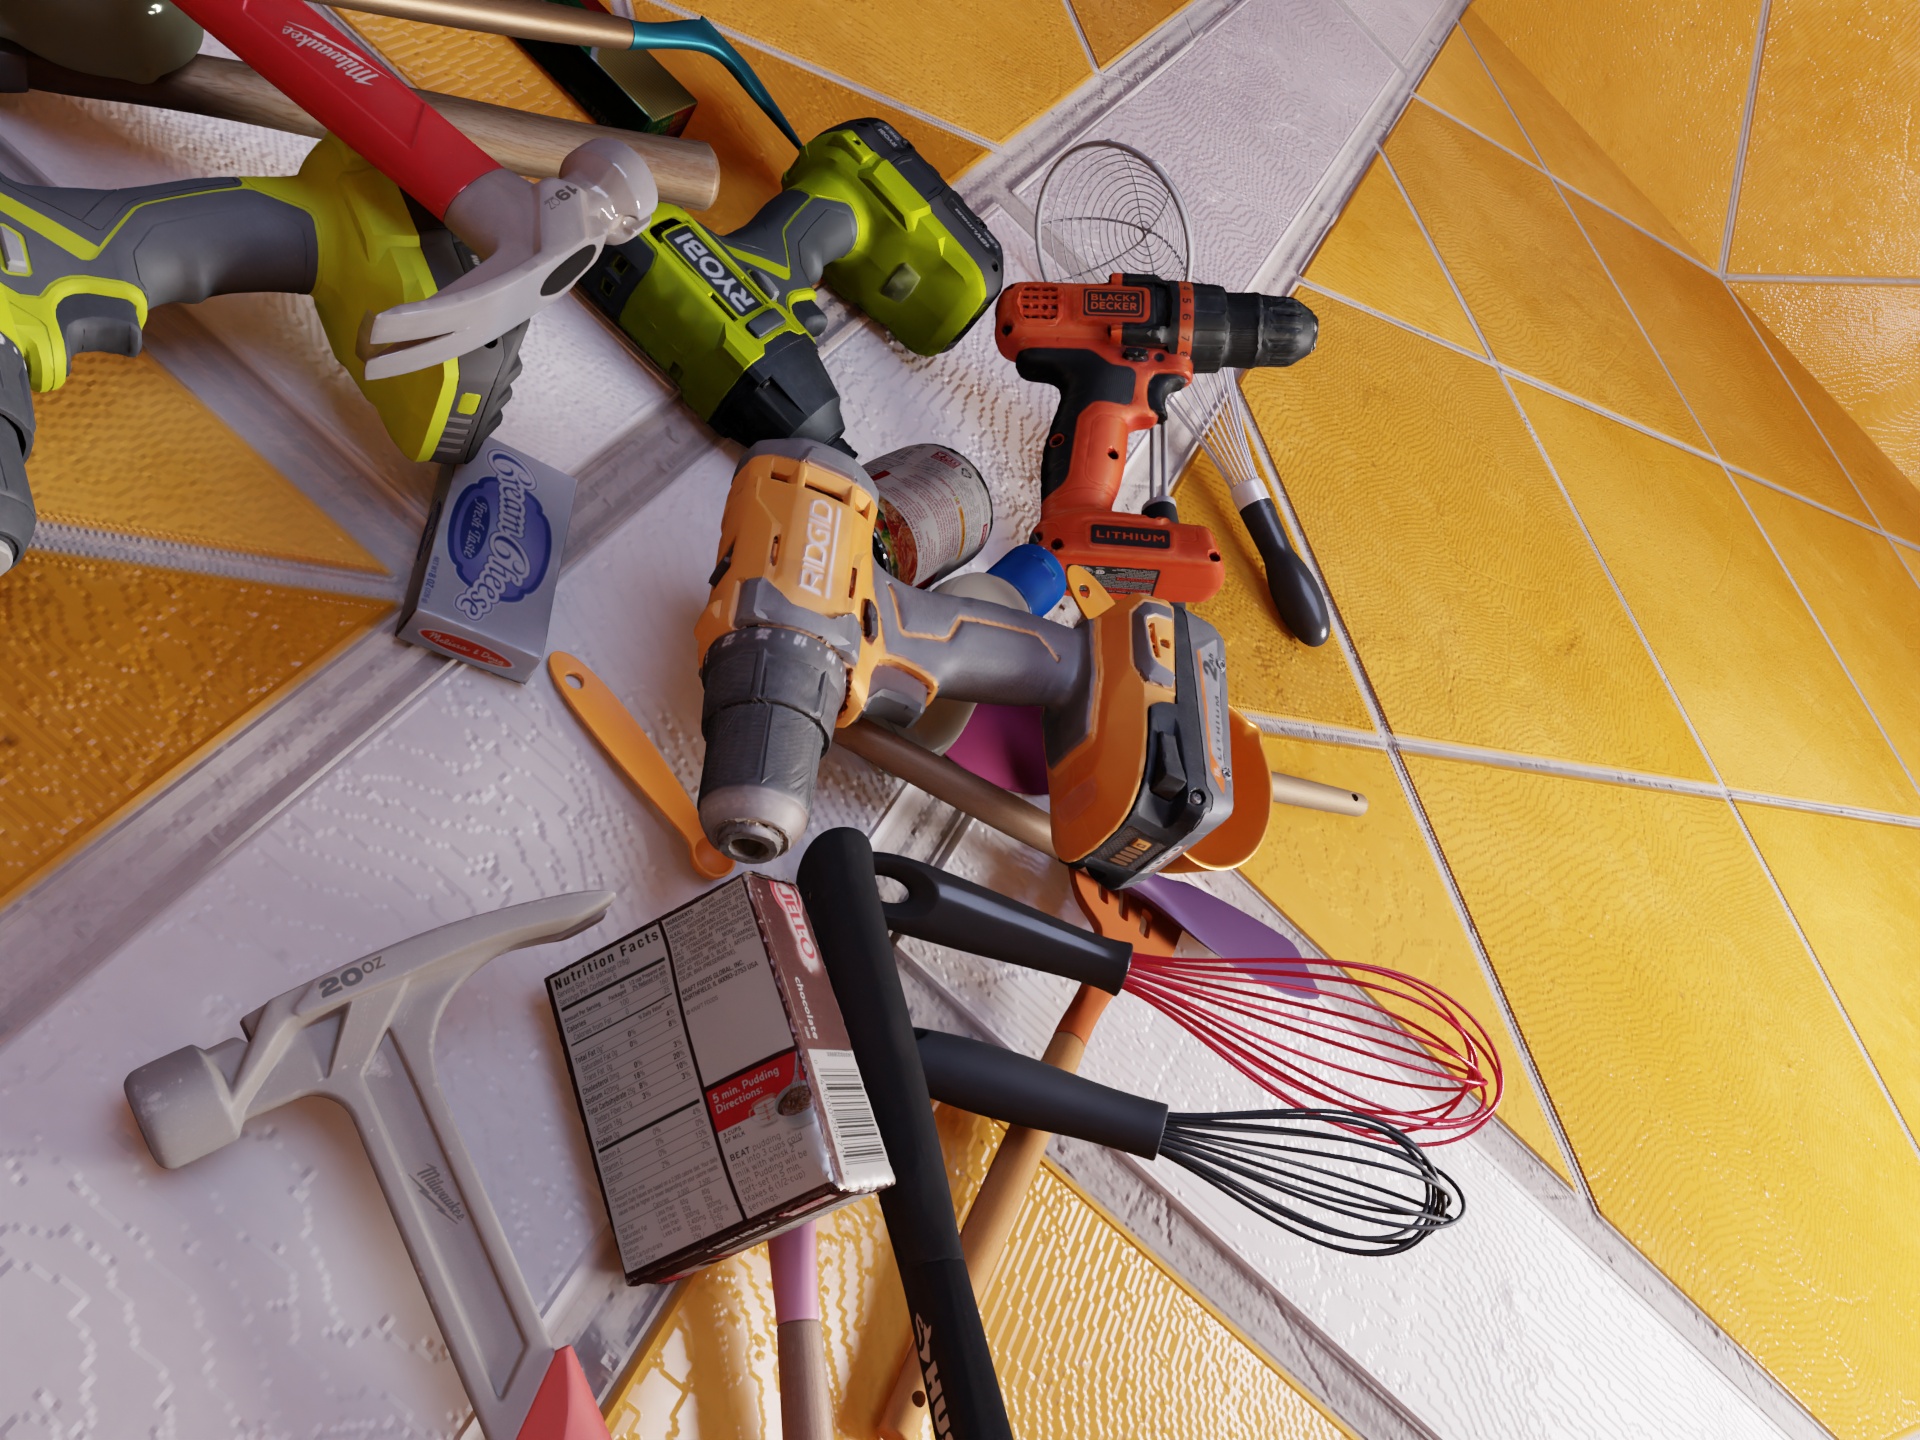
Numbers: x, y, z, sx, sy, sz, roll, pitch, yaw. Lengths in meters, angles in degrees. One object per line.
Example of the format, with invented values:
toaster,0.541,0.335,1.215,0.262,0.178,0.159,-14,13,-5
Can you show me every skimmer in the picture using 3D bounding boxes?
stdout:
skimmer,0.094,-0.187,0.957,0.090,0.127,0.364,16,60,-26

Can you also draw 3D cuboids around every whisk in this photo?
whisk,0.087,0.111,0.672,0.296,0.073,0.073,18,44,0
whisk,0.077,0.158,0.624,0.239,0.055,0.055,15,42,7
whisk,0.178,-0.176,1.049,0.070,0.070,0.285,-7,69,-45

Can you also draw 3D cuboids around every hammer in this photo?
hammer,-0.100,0.230,0.457,0.149,0.036,0.359,-22,77,-28
hammer,-0.011,0.171,0.538,0.035,0.146,0.335,4,44,-23
hammer,-0.300,-0.277,0.570,0.386,0.038,0.143,39,50,-1
hammer,-0.264,-0.261,0.676,0.331,0.031,0.130,0,58,-29

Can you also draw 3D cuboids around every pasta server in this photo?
pasta server,-0.055,0.226,0.524,0.040,0.060,0.316,47,30,-56

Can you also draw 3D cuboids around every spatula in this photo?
spatula,-0.194,-0.339,0.802,0.317,0.044,0.082,-16,69,-48
spatula,0.033,0.158,0.673,0.081,0.041,0.323,40,44,-8
spatula,0.057,0.063,0.736,0.315,0.018,0.060,29,24,-27

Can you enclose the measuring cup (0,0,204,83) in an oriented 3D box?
measuring cup,-0.361,-0.273,0.580,0.167,0.038,0.083,-25,73,-41

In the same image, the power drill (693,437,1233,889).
power drill,-0.001,-0.002,0.648,0.226,0.084,0.186,21,50,-21

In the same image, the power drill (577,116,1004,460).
power drill,-0.076,-0.224,0.837,0.171,0.080,0.223,46,43,-3

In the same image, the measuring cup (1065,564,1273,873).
measuring cup,0.087,0.000,0.794,0.095,0.052,0.173,-44,106,-35

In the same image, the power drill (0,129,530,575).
power drill,-0.280,-0.142,0.566,0.228,0.080,0.191,-12,67,-37

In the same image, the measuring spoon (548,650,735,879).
measuring spoon,-0.131,0.019,0.643,0.117,0.011,0.021,51,39,7

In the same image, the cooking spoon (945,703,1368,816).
cooking spoon,0.111,0.023,0.854,0.318,0.017,0.069,12,52,-35
